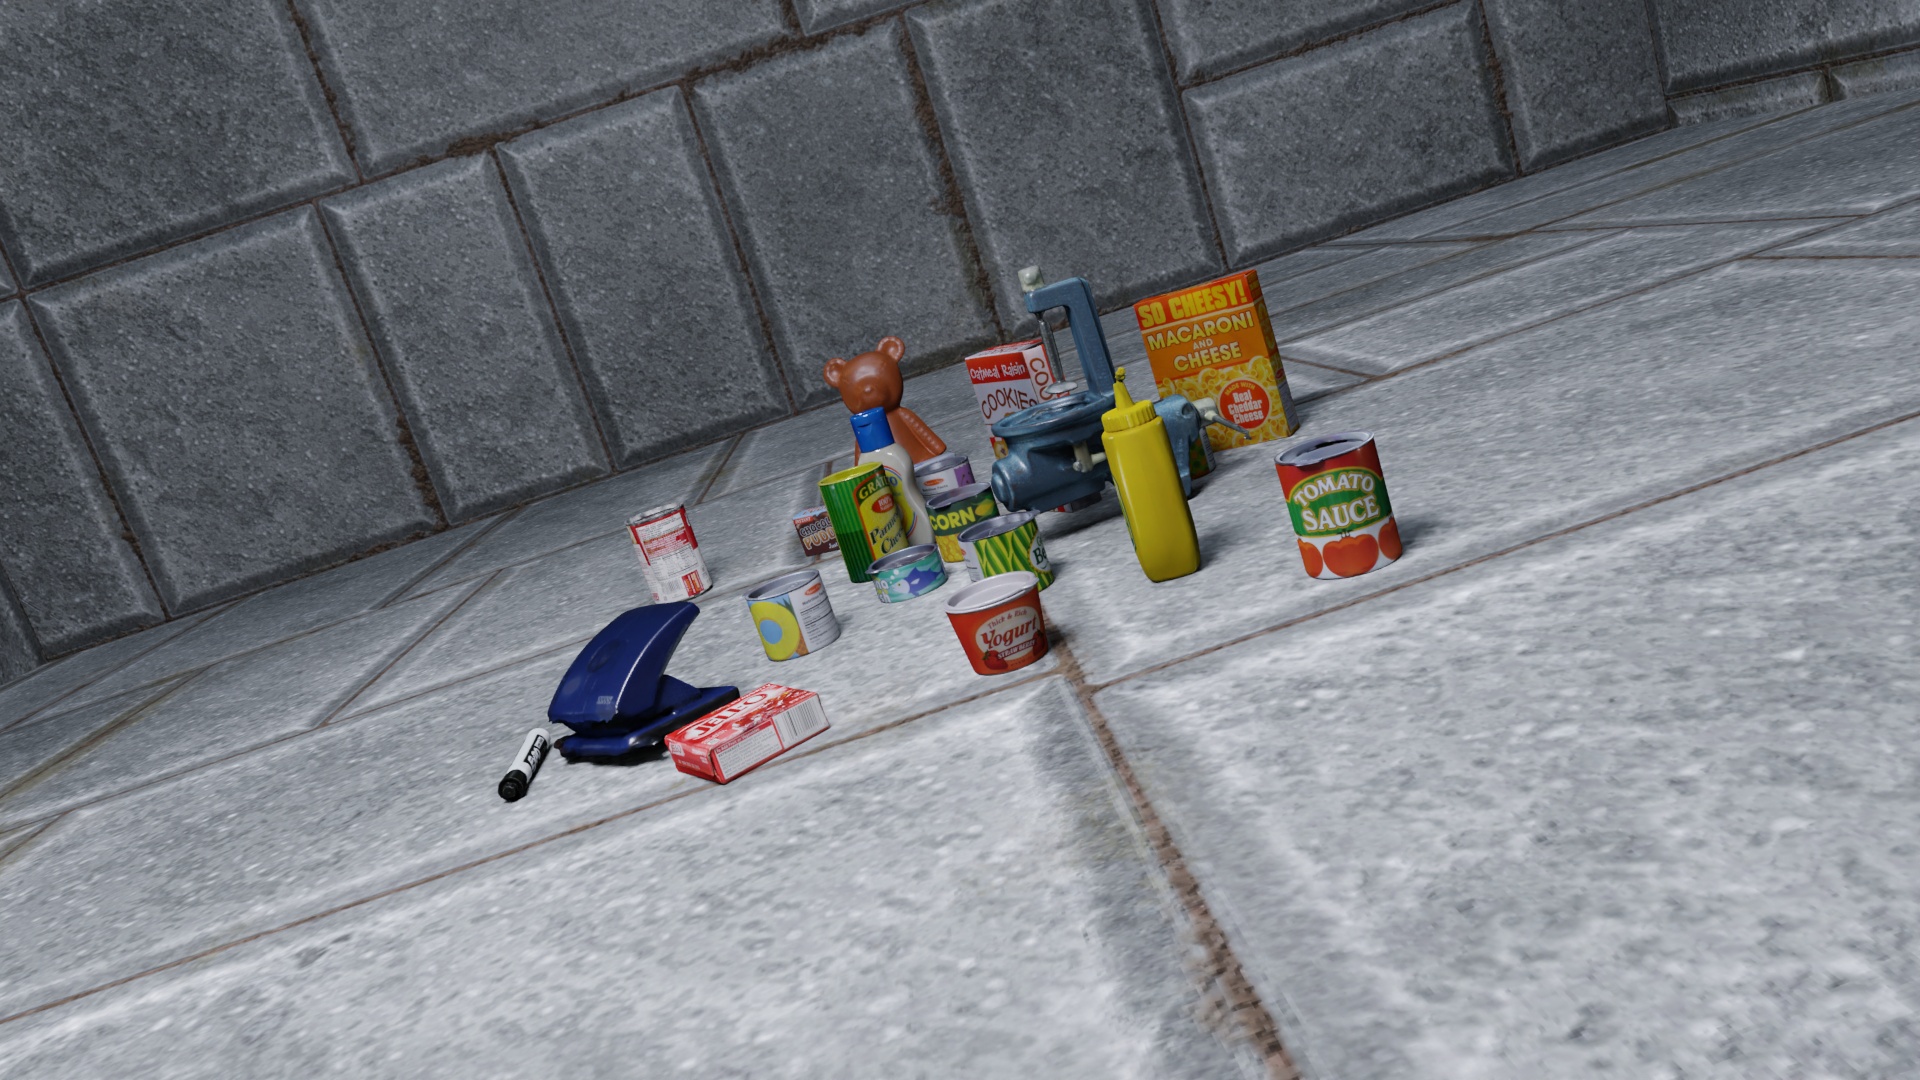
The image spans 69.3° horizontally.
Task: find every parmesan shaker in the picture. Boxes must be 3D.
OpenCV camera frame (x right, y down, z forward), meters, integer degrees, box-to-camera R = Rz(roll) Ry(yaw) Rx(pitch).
[{"bbox_3d":[-0.090,-0.019,1.354,0.071,0.103,0.071,-17,12,4],"label":"parmesan shaker"}]

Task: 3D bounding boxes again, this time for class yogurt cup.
[{"bbox_3d":[0.027,0.058,0.958,0.072,0.054,0.072,-17,12,4],"label":"yogurt cup"}]

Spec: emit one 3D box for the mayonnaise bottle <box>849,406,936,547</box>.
[{"bbox_3d":[-0.072,-0.059,1.401,0.064,0.147,0.041,-14,12,19],"label":"mayonnaise bottle"}]

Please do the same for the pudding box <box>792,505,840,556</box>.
[{"bbox_3d":[-0.139,-0.016,1.542,0.083,0.049,0.030,-12,13,27],"label":"pudding box"}]

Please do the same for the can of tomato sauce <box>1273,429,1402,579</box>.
[{"bbox_3d":[0.251,-0.023,0.923,0.071,0.083,0.071,-17,12,4],"label":"can of tomato sauce"}]

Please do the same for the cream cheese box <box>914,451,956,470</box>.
[{"bbox_3d":[-0.047,-0.060,1.595,0.104,0.053,0.024,-21,12,-15],"label":"cream cheese box"}]

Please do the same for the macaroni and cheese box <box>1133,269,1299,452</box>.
[{"bbox_3d":[0.257,-0.176,1.396,0.123,0.166,0.040,-11,14,31],"label":"macaroni and cheese box"}]

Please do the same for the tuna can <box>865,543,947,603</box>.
[{"bbox_3d":[-0.049,0.030,1.244,0.071,0.032,0.071,-17,12,4],"label":"tuna can"}]

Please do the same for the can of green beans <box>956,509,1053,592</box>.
[{"bbox_3d":[0.037,0.014,1.128,0.071,0.057,0.071,-17,12,4],"label":"can of green beans"}]

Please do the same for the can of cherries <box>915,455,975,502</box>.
[{"bbox_3d":[-0.014,-0.055,1.514,0.071,0.058,0.071,-17,12,4],"label":"can of cherries"}]

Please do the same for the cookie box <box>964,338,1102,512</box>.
[{"bbox_3d":[0.072,-0.114,1.389,0.040,0.167,0.123,-23,13,-24],"label":"cookie box"}]

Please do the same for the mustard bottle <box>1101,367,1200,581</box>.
[{"bbox_3d":[0.137,-0.051,1.031,0.049,0.160,0.065,-16,12,9],"label":"mustard bottle"}]

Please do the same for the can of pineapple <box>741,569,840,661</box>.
[{"bbox_3d":[-0.142,0.063,1.173,0.071,0.057,0.071,-17,12,4],"label":"can of pineapple"}]

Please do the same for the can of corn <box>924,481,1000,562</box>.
[{"bbox_3d":[0.005,-0.016,1.313,0.071,0.058,0.071,-17,12,4],"label":"can of corn"}]

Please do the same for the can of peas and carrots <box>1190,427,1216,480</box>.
[{"bbox_3d":[0.206,-0.089,1.343,0.071,0.058,0.071,-17,12,4],"label":"can of peas and carrots"}]
